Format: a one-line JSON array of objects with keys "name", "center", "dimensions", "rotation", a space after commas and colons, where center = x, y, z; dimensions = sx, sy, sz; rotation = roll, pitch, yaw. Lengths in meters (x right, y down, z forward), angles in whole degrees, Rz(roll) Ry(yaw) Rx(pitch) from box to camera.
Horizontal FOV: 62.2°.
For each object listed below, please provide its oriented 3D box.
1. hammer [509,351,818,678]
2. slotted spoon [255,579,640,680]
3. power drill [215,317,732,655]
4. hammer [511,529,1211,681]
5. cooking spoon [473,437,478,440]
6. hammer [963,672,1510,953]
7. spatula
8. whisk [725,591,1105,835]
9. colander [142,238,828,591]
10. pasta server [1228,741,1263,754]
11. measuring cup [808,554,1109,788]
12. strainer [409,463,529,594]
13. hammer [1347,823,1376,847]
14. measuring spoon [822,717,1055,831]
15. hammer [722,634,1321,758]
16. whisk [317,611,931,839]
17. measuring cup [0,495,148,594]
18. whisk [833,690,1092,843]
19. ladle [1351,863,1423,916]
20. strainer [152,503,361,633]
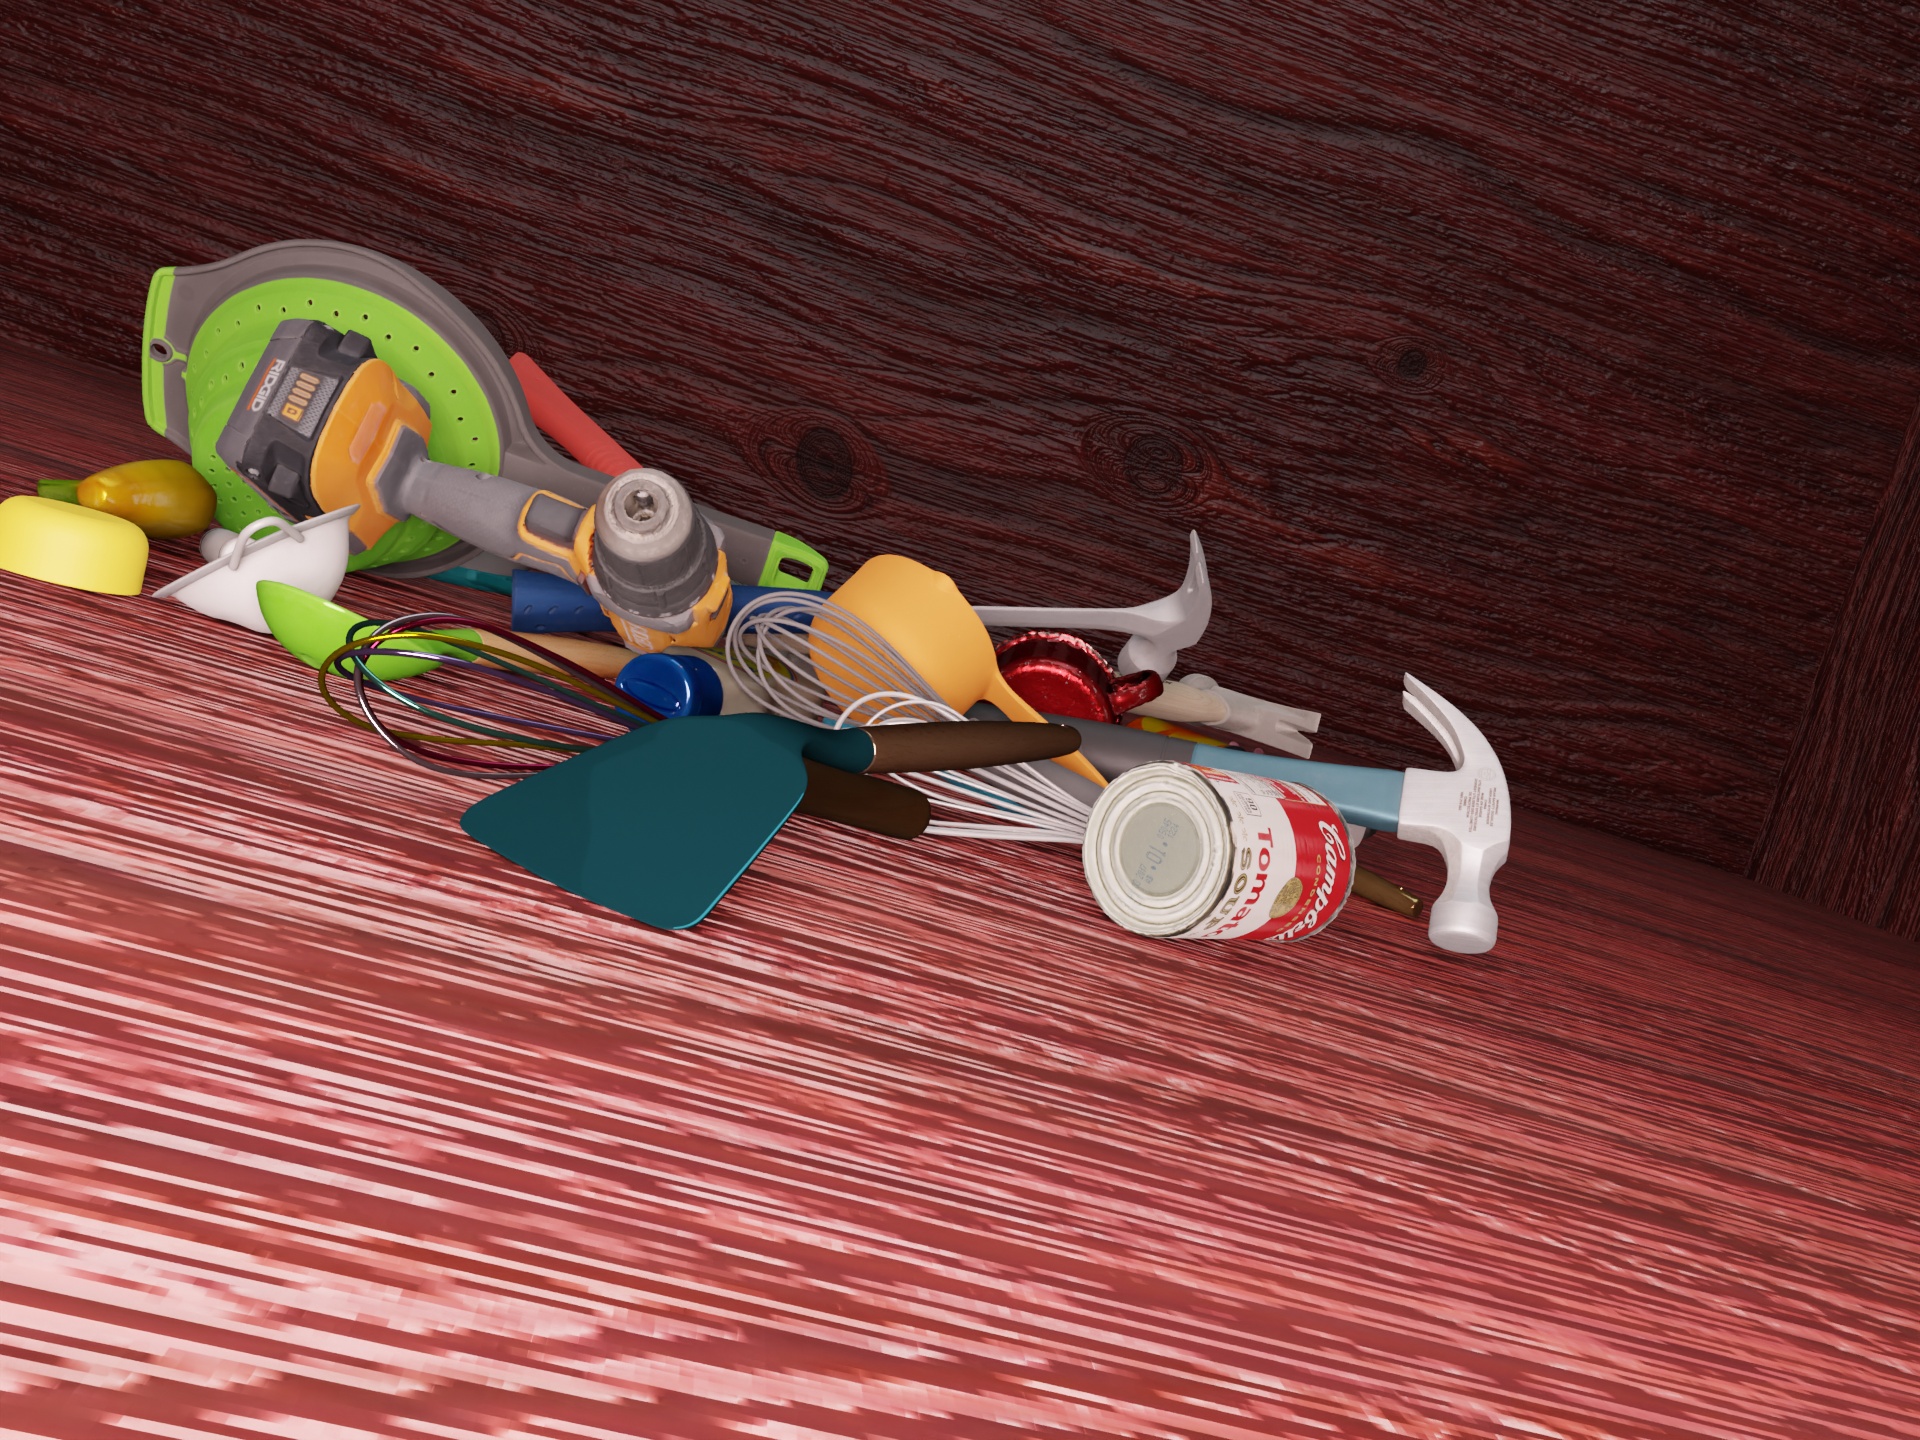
[{"name": "hammer", "center": [-0.206, -0.149, 1.123], "dimensions": [0.359, 0.036, 0.149], "rotation": [42, 30, 23]}, {"name": "slotted spoon", "center": [-0.208, -0.031, 0.721], "dimensions": [0.070, 0.031, 0.313], "rotation": [19, 3, 12]}, {"name": "power drill", "center": [-0.213, -0.102, 0.728], "dimensions": [0.226, 0.084, 0.185], "rotation": [23, -11, -3]}, {"name": "hammer", "center": [-0.048, -0.065, 0.916], "dimensions": [0.405, 0.035, 0.144], "rotation": [1, -24, -14]}, {"name": "cooking spoon", "center": [-0.227, -0.121, 1.148], "dimensions": [0.318, 0.017, 0.069], "rotation": [34, 7, -24]}, {"name": "hammer", "center": [0.102, 0.023, 0.792], "dimensions": [0.331, 0.128, 0.033], "rotation": [9, -25, 17]}, {"name": "spatula", "center": [-0.028, 0.019, 0.551], "dimensions": [0.082, 0.044, 0.317], "rotation": [20, 10, 26]}, {"name": "whisk", "center": [0.001, 0.012, 0.720], "dimensions": [0.238, 0.055, 0.055], "rotation": [30, 1, -17]}, {"name": "colander", "center": [-0.269, -0.122, 0.880], "dimensions": [0.397, 0.204, 0.095], "rotation": [18, 36, -9]}, {"name": "pasta server", "center": [0.070, 0.010, 1.153], "dimensions": [0.316, 0.040, 0.060], "rotation": [16, -26, 2]}, {"name": "measuring cup", "center": [-0.001, -0.002, 0.765], "dimensions": [0.174, 0.052, 0.095], "rotation": [43, -30, 9]}, {"name": "strainer", "center": [-0.337, -0.143, 1.079], "dimensions": [0.340, 0.095, 0.211], "rotation": [19, 5, 30]}, {"name": "hammer", "center": [0.085, 0.024, 0.997], "dimensions": [0.337, 0.034, 0.127], "rotation": [18, 17, 38]}, {"name": "measuring spoon", "center": [-0.012, 0.034, 0.773], "dimensions": [0.128, 0.021, 0.042], "rotation": [26, -10, -5]}, {"name": "hammer", "center": [0.043, -0.030, 1.045], "dimensions": [0.410, 0.038, 0.146], "rotation": [10, 7, -28]}, {"name": "whisk", "center": [-0.106, 0.010, 0.563], "dimensions": [0.244, 0.047, 0.051], "rotation": [19, 15, -41]}, {"name": "measuring cup", "center": [-0.389, -0.086, 0.659], "dimensions": [0.157, 0.029, 0.062], "rotation": [23, 8, 37]}, {"name": "whisk", "center": [0.058, 0.046, 0.693], "dimensions": [0.246, 0.059, 0.058], "rotation": [20, -23, -17]}, {"name": "ladle", "center": [0.164, 0.060, 1.008], "dimensions": [0.069, 0.031, 0.316], "rotation": [12, 9, -39]}, {"name": "strainer", "center": [-0.313, -0.070, 0.701], "dimensions": [0.087, 0.050, 0.259], "rotation": [-30, 22, -23]}]
